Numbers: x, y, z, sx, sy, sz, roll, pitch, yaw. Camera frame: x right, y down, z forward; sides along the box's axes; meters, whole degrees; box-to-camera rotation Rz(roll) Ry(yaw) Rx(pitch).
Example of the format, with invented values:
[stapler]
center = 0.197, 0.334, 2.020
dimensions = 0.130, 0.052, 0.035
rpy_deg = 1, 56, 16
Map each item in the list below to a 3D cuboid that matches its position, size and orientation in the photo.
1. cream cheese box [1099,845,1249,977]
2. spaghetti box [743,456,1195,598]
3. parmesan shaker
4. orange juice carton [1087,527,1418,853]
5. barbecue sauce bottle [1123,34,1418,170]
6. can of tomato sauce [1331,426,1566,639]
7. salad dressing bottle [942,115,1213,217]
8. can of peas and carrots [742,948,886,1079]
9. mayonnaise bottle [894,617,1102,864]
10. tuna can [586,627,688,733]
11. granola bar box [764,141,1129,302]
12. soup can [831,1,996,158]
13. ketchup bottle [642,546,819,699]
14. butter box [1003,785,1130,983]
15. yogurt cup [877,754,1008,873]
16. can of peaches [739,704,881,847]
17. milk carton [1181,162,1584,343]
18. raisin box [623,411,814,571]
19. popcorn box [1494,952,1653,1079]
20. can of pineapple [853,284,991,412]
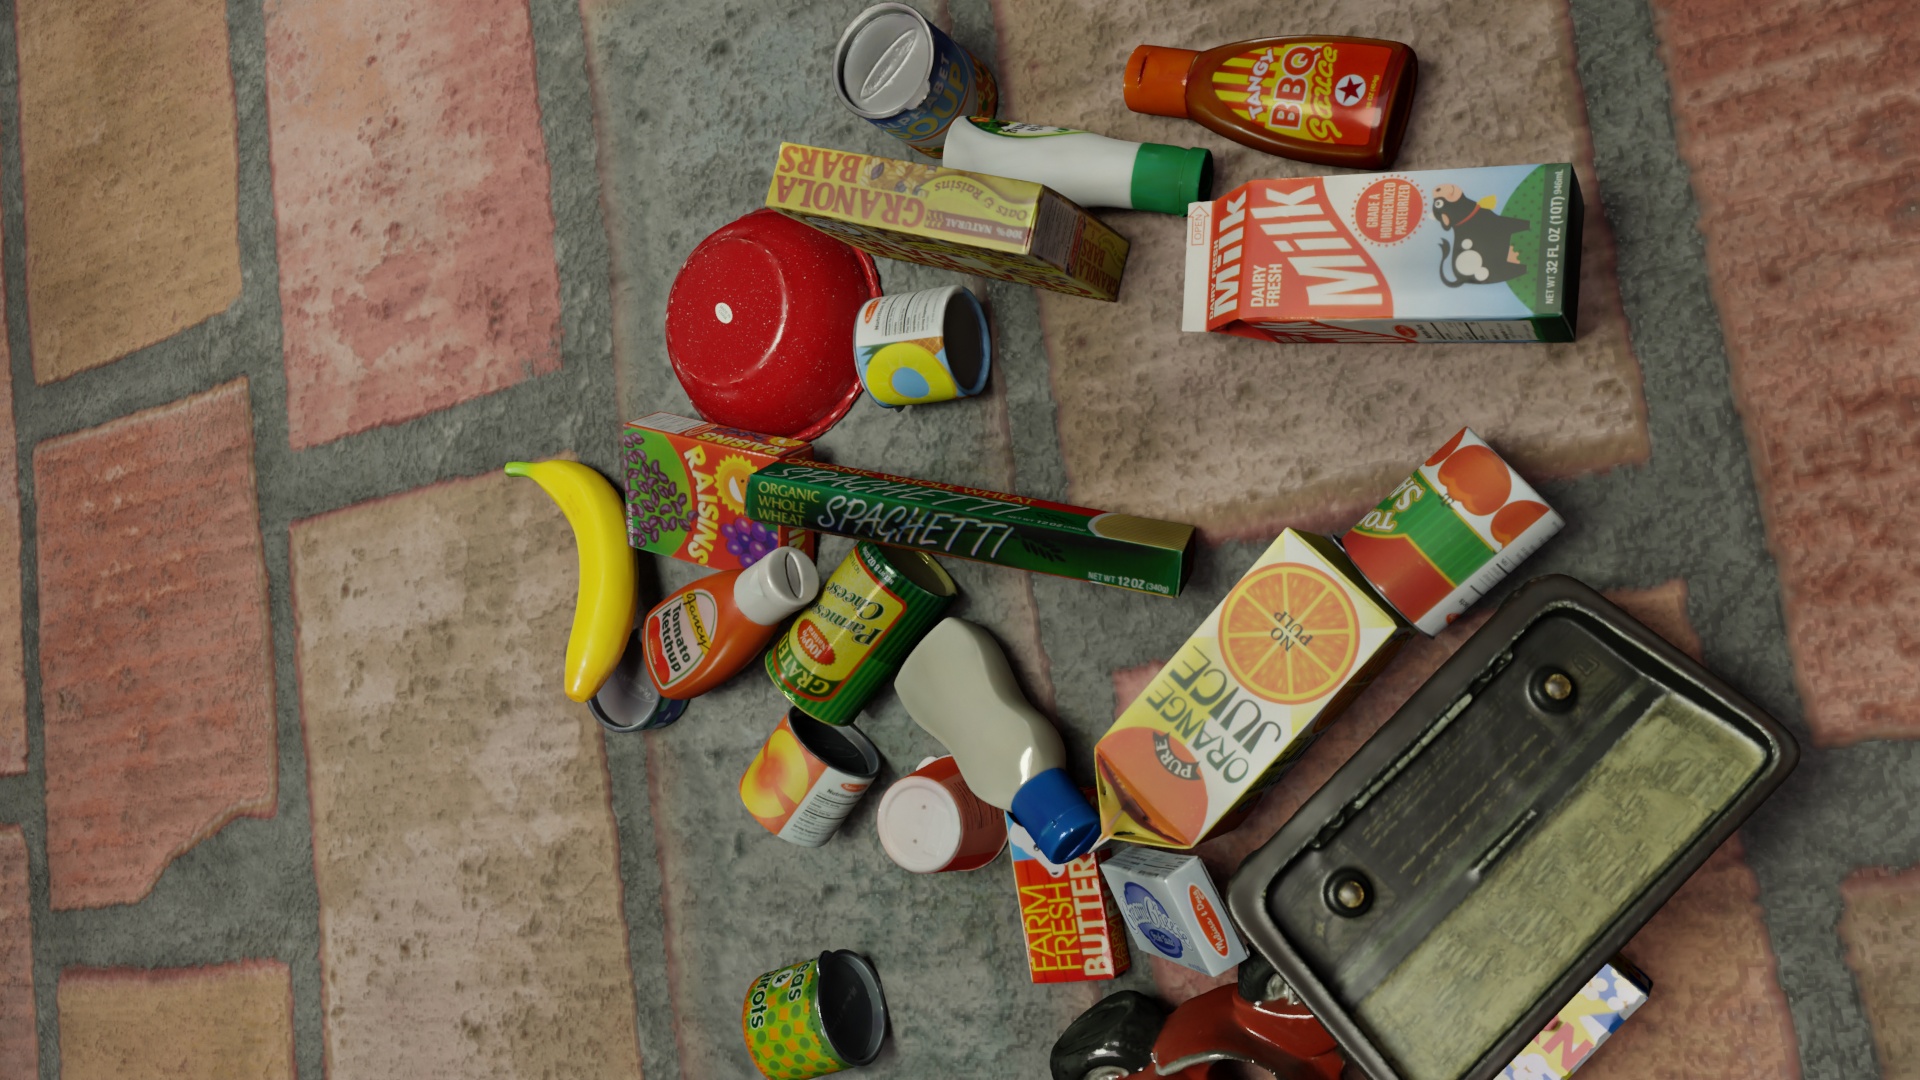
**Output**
[cream cheese box]
center = 0.106, 0.186, 0.706
dimensions = 0.024, 0.103, 0.053
rpy_deg = -25, 87, -15
[spaghetti box]
center = 0.003, -0.010, 0.768
dimensions = 0.250, 0.050, 0.028
rpy_deg = 10, 109, 15
[parmesan shaker]
center = -0.060, 0.048, 0.820
dimensions = 0.071, 0.071, 0.103
rpy_deg = 45, 106, 22
[orange juice carton]
center = 0.139, 0.090, 0.712
dimensions = 0.073, 0.072, 0.192
rpy_deg = 45, 106, 23
[barbecue sauce bottle]
center = 0.161, -0.238, 0.738
dimensions = 0.148, 0.044, 0.064
rpy_deg = 17, 95, 27
[can of tomato sauce]
center = 0.235, -0.005, 0.672
dimensions = 0.083, 0.071, 0.071
rpy_deg = -45, 69, 17
[salad dressing bottle]
center = 0.065, -0.208, 0.778
dimensions = 0.148, 0.064, 0.043
rpy_deg = 12, 108, 19
[can of peas and carrots]
center = -0.087, 0.279, 0.817
dimensions = 0.058, 0.071, 0.071
rpy_deg = -24, 77, 25
[mayonnaise bottle]
center = 0.023, 0.112, 0.770
dimensions = 0.064, 0.041, 0.148
rpy_deg = -52, 54, 17
[tuna can]
center = -0.211, 0.090, 0.912
dimensions = 0.071, 0.033, 0.071
rpy_deg = -2, 86, 27
[granola bar box]
center = -0.005, -0.177, 0.773
dimensions = 0.165, 0.124, 0.039
rpy_deg = 17, 95, 27
[soup can]
center = -0.024, -0.264, 0.811
dimensions = 0.071, 0.084, 0.071
rpy_deg = -2, 87, 27
[ketchup bottle]
center = -0.139, 0.047, 0.840
dimensions = 0.148, 0.043, 0.065
rpy_deg = -31, 67, 44
[butter box]
center = 0.058, 0.191, 0.773
dimensions = 0.053, 0.024, 0.103
rpy_deg = -14, 80, 26
[yogurt cup]
center = -0.011, 0.159, 0.794
dimensions = 0.072, 0.054, 0.072
rpy_deg = -1, 87, 27
[can of peaches]
center = -0.091, 0.139, 0.831
dimensions = 0.071, 0.071, 0.058
rpy_deg = 41, 106, 23
[milk carton]
center = 0.203, -0.139, 0.693
dimensions = 0.190, 0.073, 0.072
rpy_deg = 3, 89, 28
[raisin box]
center = -0.152, -0.027, 0.874
dimensions = 0.123, 0.040, 0.085
rpy_deg = 13, 111, 27
[popcorn box]
center = 0.249, 0.198, 0.667
dimensions = 0.127, 0.038, 0.085
rpy_deg = 42, 104, 23
[can of pineapple]
center = -0.021, -0.112, 0.811
dimensions = 0.058, 0.071, 0.071
rpy_deg = -4, 85, 27
